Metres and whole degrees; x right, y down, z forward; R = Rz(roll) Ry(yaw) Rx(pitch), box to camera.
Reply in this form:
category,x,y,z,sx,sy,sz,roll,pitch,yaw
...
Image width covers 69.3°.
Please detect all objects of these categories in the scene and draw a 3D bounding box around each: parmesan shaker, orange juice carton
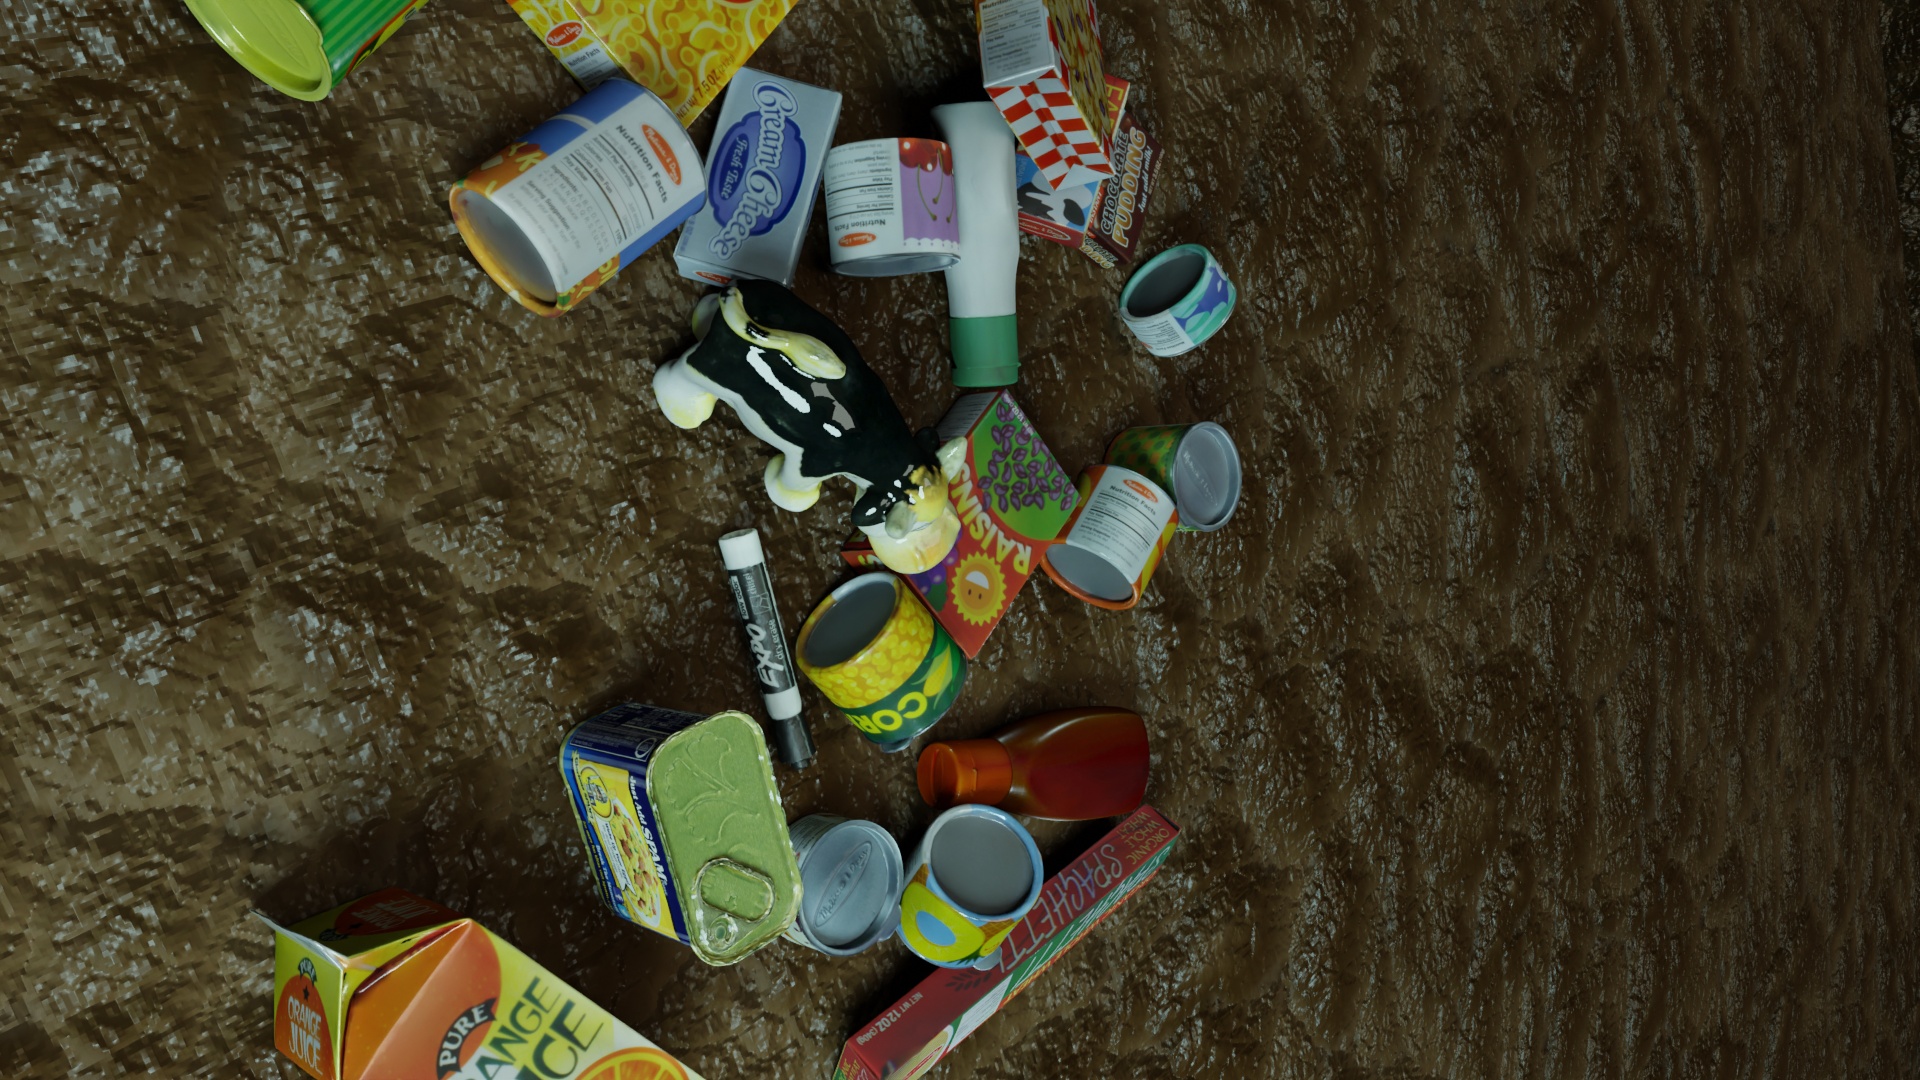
category,x,y,z,sx,sy,sz,roll,pitch,yaw
parmesan shaker,-0.226,-0.222,0.516,0.071,0.071,0.103,49,59,-31
orange juice carton,-0.190,0.199,0.544,0.192,0.071,0.073,49,58,-31

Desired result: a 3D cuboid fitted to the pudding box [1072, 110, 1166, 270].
category,x,y,z,sx,sy,sz,roll,pitch,yaw
pudding box,0.088,-0.212,0.834,0.049,0.030,0.084,32,68,-37

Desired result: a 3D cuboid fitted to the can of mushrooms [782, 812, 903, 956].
category,x,y,z,sx,sy,sz,roll,pitch,yaw
can of mushrooms,-0.062,0.171,0.688,0.071,0.033,0.071,1,88,-43

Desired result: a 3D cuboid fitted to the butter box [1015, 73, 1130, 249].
category,x,y,z,sx,sy,sz,roll,pitch,yaw
butter box,0.058,-0.222,0.793,0.053,0.024,0.104,17,74,-1

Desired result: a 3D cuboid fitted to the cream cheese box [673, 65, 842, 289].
category,x,y,z,sx,sy,sz,roll,pitch,yaw
cream cheese box,-0.094,-0.168,0.652,0.053,0.024,0.104,15,77,-3

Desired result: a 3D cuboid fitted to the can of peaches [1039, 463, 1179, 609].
category,x,y,z,sx,sy,sz,roll,pitch,yaw
can of peaches,0.085,0.000,0.806,0.071,0.071,0.058,48,59,-31

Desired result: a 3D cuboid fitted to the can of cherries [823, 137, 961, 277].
category,x,y,z,sx,sy,sz,roll,pitch,yaw
can of cherries,-0.034,-0.166,0.698,0.072,0.071,0.058,-8,94,-42

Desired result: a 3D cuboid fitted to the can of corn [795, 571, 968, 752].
category,x,y,z,sx,sy,sz,roll,pitch,yaw
can of corn,-0.040,0.059,0.685,0.058,0.071,0.071,51,58,-31

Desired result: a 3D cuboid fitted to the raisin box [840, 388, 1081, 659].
category,x,y,z,sx,sy,sz,roll,pitch,yaw
raisin box,0.003,-0.009,0.747,0.086,0.040,0.124,53,56,-28

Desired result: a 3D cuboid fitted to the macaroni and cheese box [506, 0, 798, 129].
category,x,y,z,sx,sy,sz,roll,pitch,yaw
macaroni and cheese box,-0.152,-0.276,0.606,0.166,0.040,0.124,48,58,-31

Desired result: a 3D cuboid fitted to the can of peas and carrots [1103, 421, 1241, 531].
category,x,y,z,sx,sy,sz,roll,pitch,yaw
can of peas and carrots,0.128,-0.036,0.849,0.071,0.058,0.071,0,90,-42

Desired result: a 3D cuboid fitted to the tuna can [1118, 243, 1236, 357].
category,x,y,z,sx,sy,sz,roll,pitch,yaw
tuna can,0.134,-0.149,0.849,0.032,0.071,0.071,45,61,-33

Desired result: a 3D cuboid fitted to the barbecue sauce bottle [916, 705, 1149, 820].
category,x,y,z,sx,sy,sz,roll,pitch,yaw
barbecue sauce bottle,0.043,0.127,0.780,0.149,0.043,0.065,3,89,-42

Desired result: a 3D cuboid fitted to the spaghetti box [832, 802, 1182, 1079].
category,x,y,z,sx,sy,sz,roll,pitch,yaw
spaghetti box,0.032,0.224,0.763,0.251,0.029,0.049,-28,148,-39

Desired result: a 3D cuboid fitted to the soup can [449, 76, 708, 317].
category,x,y,z,sx,sy,sz,roll,pitch,yaw
soup can,-0.160,-0.143,0.580,0.084,0.071,0.071,-46,119,-28

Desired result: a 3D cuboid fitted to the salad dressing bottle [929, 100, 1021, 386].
category,x,y,z,sx,sy,sz,roll,pitch,yaw
salad dressing bottle,0.010,-0.157,0.744,0.044,0.064,0.147,-4,101,-5

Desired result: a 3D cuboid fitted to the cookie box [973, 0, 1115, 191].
category,x,y,z,sx,sy,sz,roll,pitch,yaw
cookie box,0.041,-0.288,0.729,0.123,0.040,0.168,28,54,-67

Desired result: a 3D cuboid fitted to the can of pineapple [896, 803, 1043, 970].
category,x,y,z,sx,sy,sz,roll,pitch,yaw
can of pineapple,0.004,0.178,0.712,0.071,0.057,0.071,12,48,-14
